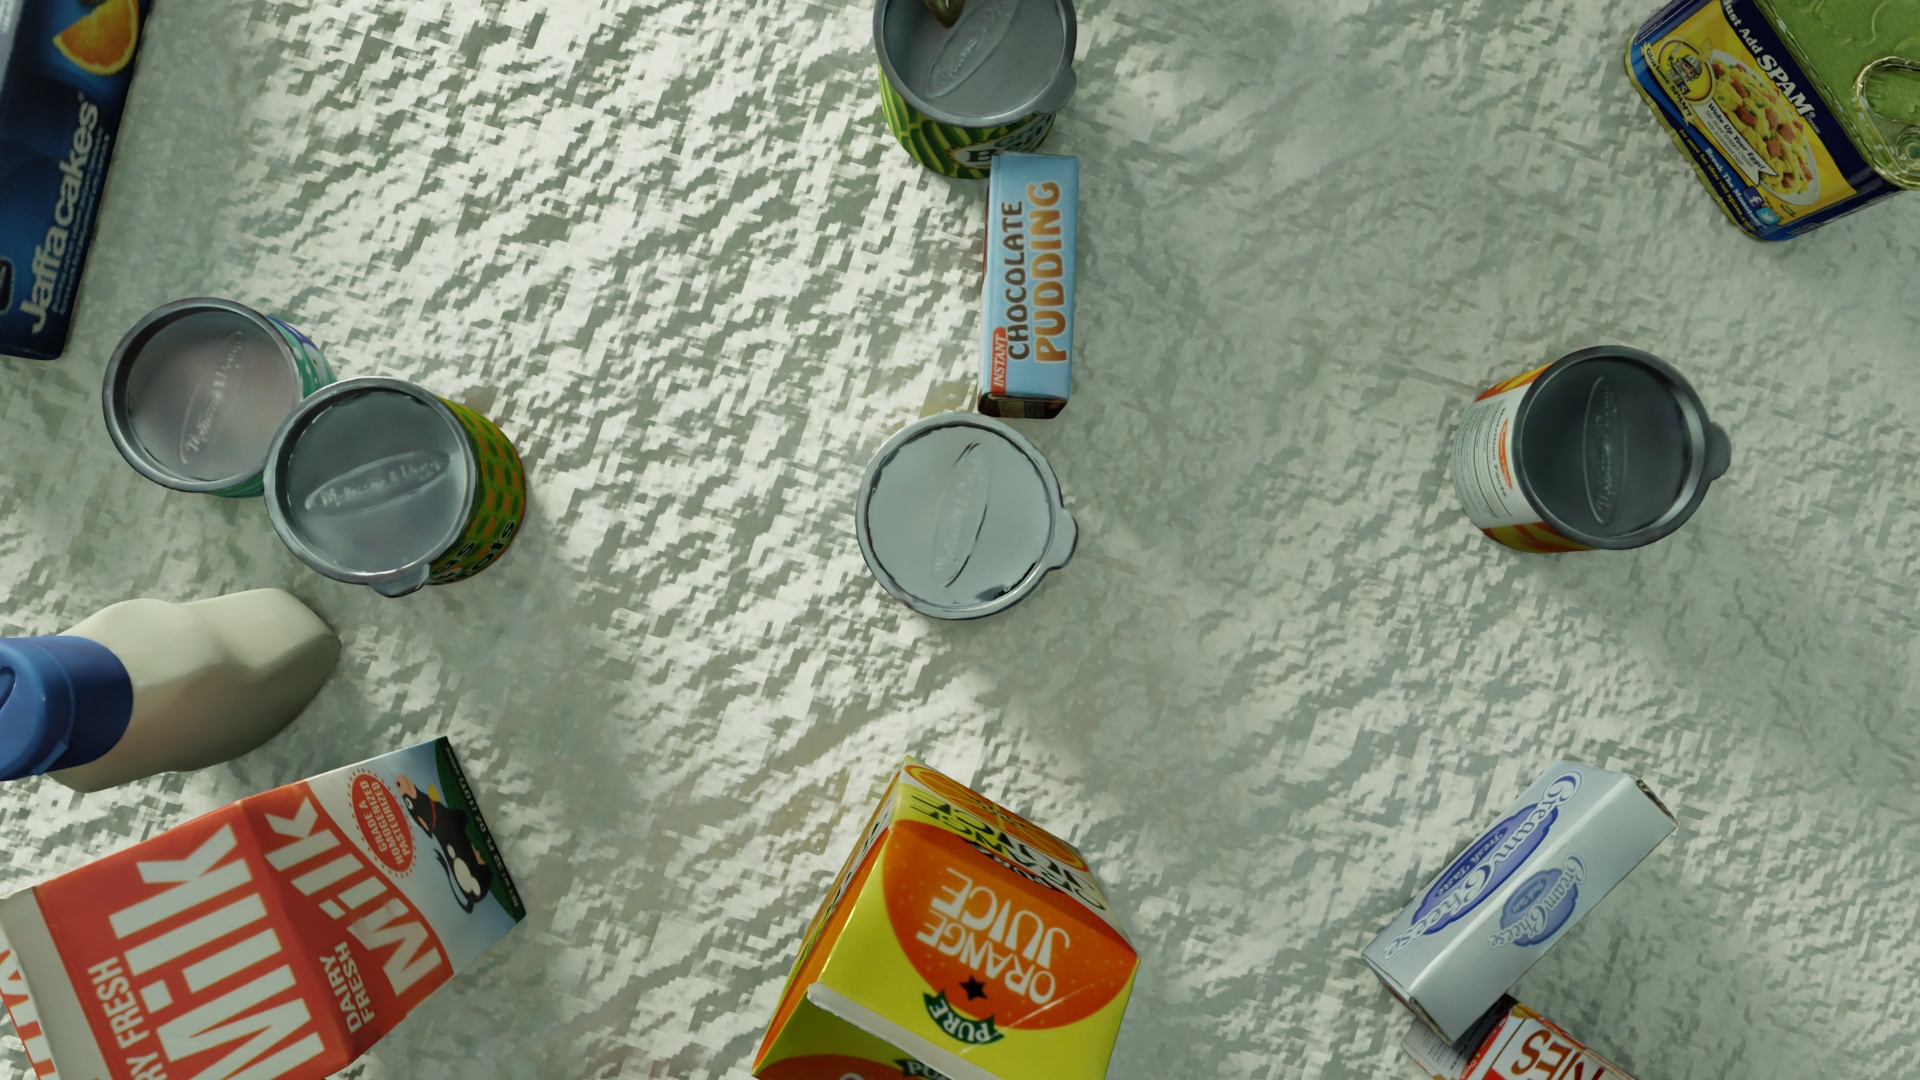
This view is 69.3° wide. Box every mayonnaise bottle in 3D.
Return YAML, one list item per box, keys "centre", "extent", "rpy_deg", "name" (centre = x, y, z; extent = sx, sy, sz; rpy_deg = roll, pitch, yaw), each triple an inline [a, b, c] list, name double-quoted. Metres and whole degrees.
- centre: [-0.243, 0.044, 0.413]
  extent: [0.041, 0.148, 0.065]
  rpy_deg: [43, 87, 1]
  name: "mayonnaise bottle"

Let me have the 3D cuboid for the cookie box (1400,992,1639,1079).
- centre: [0.216, 0.193, 0.405]
  extent: [0.123, 0.167, 0.040]
  rpy_deg: [35, 87, 1]
  name: "cookie box"

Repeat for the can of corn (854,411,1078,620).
- centre: [0.002, -0.006, 0.466]
  extent: [0.071, 0.058, 0.071]
  rpy_deg: [0, 87, -1]
  name: "can of corn"

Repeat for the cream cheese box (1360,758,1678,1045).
- centre: [0.184, 0.118, 0.466]
  extent: [0.104, 0.053, 0.024]
  rpy_deg: [-43, 89, -3]
  name: "cream cheese box"

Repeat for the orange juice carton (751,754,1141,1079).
- centre: [-0.004, 0.118, 0.392]
  extent: [0.072, 0.192, 0.073]
  rpy_deg: [29, 87, 0]
  name: "orange juice carton"

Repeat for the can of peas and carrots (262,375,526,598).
- centre: [-0.184, -0.015, 0.462]
  extent: [0.071, 0.058, 0.071]
  rpy_deg: [0, 87, -1]
  name: "can of peas and carrots"

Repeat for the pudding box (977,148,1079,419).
- centre: [0.022, -0.086, 0.475]
  extent: [0.030, 0.049, 0.083]
  rpy_deg: [2, 87, -1]
  name: "pudding box"

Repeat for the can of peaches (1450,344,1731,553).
- centre: [0.211, -0.028, 0.472]
  extent: [0.071, 0.058, 0.071]
  rpy_deg: [0, 87, -1]
  name: "can of peaches"

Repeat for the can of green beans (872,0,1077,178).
- centre: [0.004, -0.164, 0.475]
  extent: [0.071, 0.058, 0.071]
  rpy_deg: [0, 87, -1]
  name: "can of green beans"

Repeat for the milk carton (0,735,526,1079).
- centre: [-0.195, 0.111, 0.389]
  extent: [0.073, 0.190, 0.072]
  rpy_deg: [-24, 88, -2]
  name: "milk carton"

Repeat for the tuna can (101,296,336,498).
- centre: [-0.249, -0.047, 0.475]
  extent: [0.071, 0.033, 0.071]
  rpy_deg: [0, 87, -1]
  name: "tuna can"
